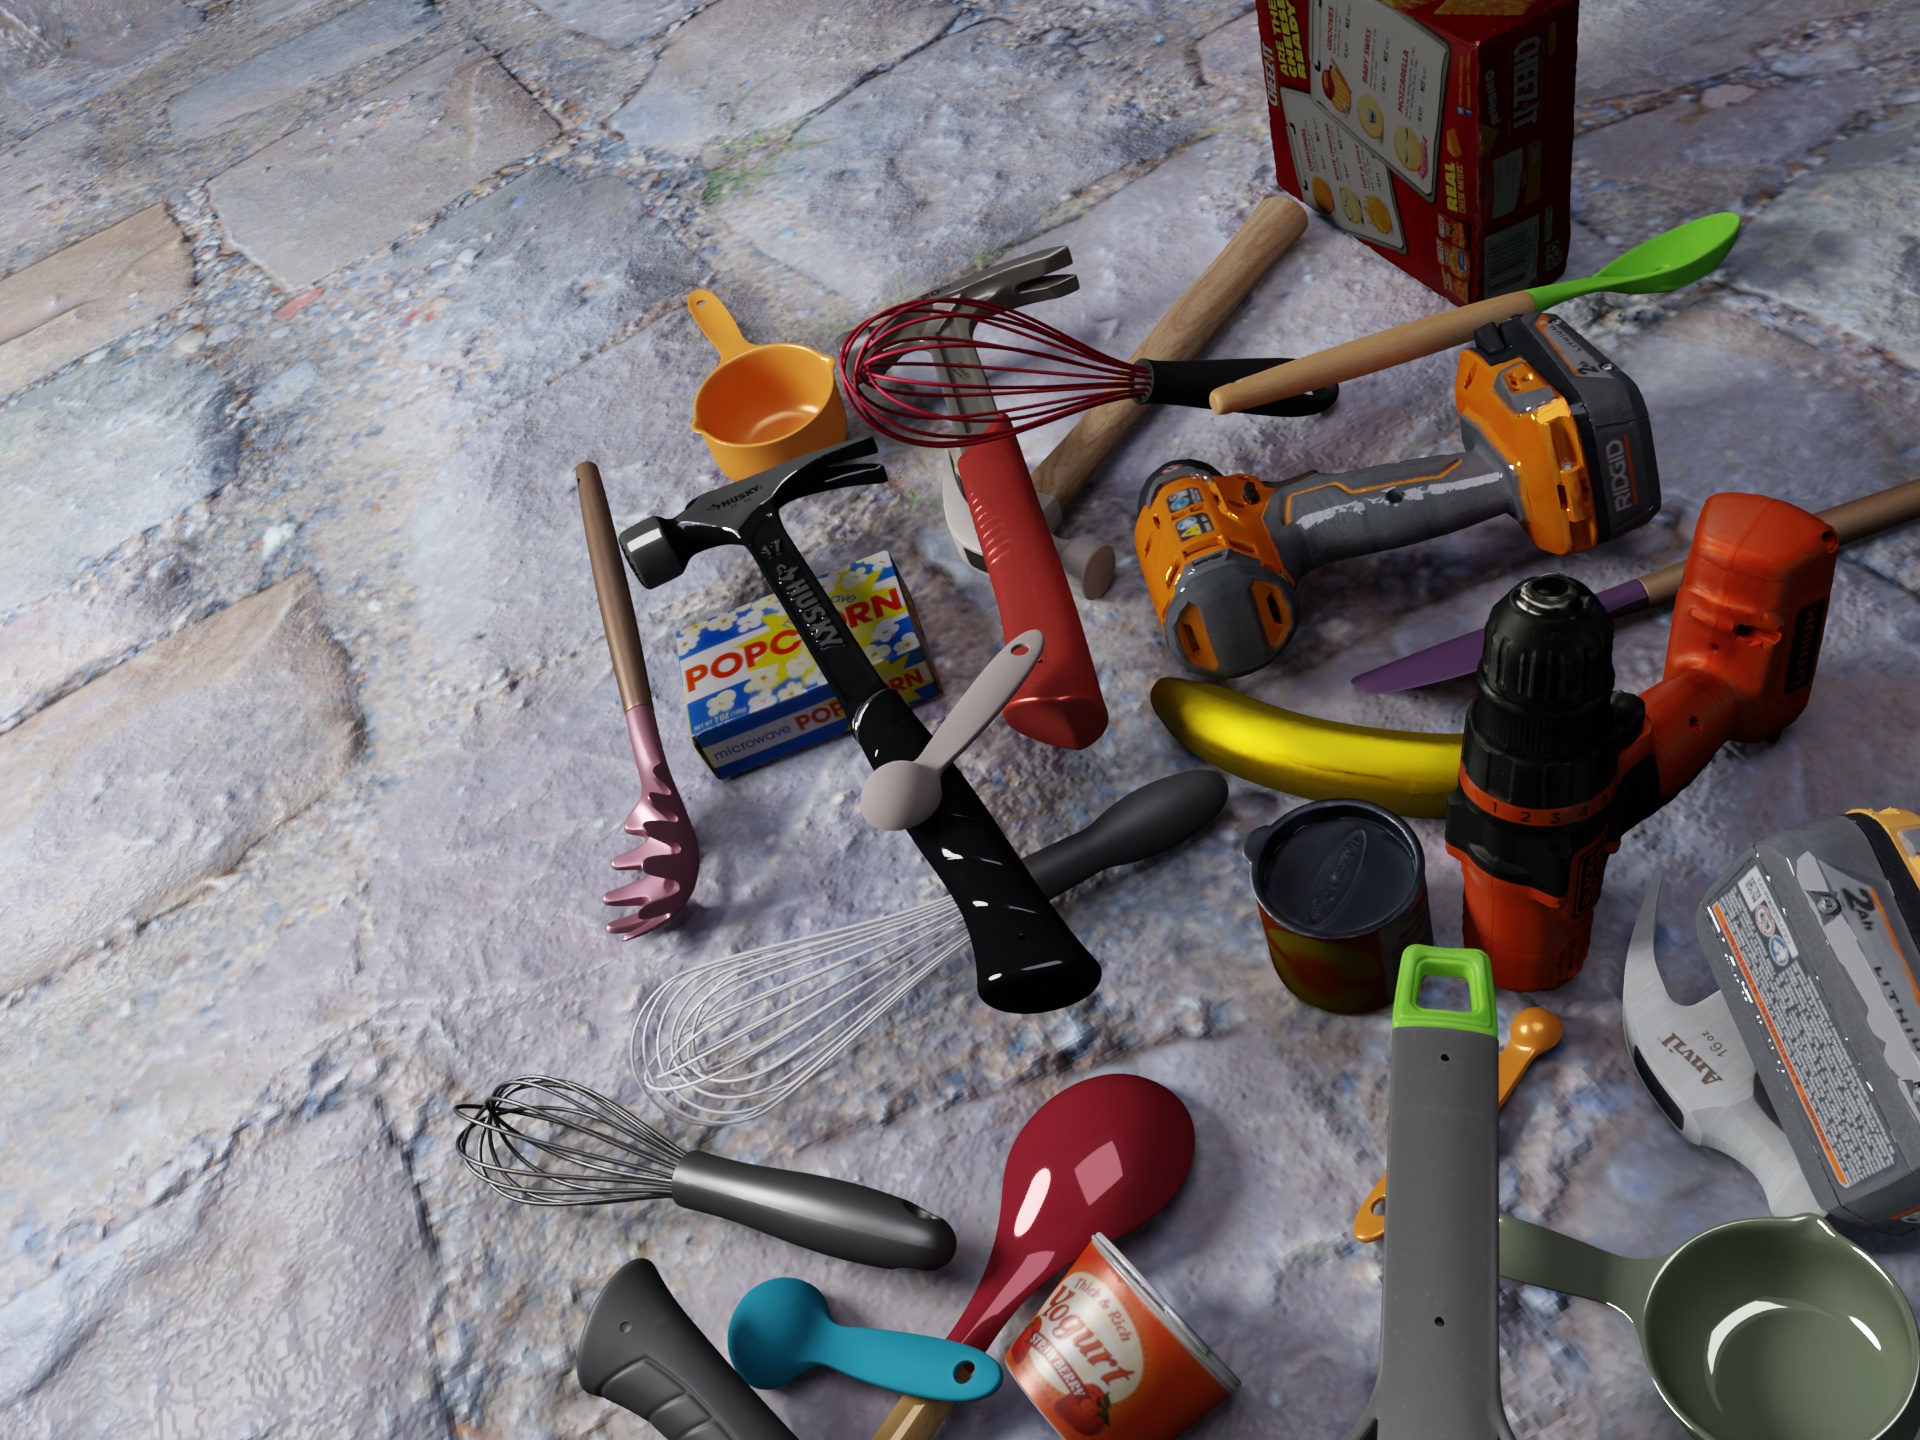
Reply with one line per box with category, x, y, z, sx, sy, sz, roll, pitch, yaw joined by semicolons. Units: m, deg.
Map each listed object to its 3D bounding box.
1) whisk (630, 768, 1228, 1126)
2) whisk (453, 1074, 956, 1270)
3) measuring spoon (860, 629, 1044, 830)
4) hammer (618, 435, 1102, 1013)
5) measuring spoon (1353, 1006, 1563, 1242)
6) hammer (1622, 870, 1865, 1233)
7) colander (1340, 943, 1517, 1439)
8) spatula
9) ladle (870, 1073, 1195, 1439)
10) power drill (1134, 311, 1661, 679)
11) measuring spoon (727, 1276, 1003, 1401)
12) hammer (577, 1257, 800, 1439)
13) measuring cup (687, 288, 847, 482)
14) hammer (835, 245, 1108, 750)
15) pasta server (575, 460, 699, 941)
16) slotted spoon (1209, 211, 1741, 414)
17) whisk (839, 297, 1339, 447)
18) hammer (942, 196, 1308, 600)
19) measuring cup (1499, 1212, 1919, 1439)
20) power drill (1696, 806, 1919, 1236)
whisk;-0.008;0.088;0.684;0.284;0.070;0.070;-27;45;-10
whisk;-0.108;0.182;0.634;0.239;0.055;0.055;5;52;27
measuring spoon;-0.001;-0.002;0.675;0.034;0.018;0.124;18;54;33
hammer;-0.041;-0.014;0.741;0.149;0.036;0.409;-28;43;-7
measuring spoon;0.181;0.145;0.581;0.117;0.011;0.021;-42;26;-19
hammer;0.385;0.049;0.580;0.331;0.033;0.128;-31;47;-8
colander;0.131;0.213;0.432;0.204;0.094;0.397;3;50;15
spatula;0.329;-0.065;0.710;0.316;0.018;0.060;-19;12;1
ladle;-0.018;0.248;0.561;0.069;0.031;0.315;19;60;41
power drill;0.193;-0.114;0.767;0.226;0.084;0.164;-20;32;8
measuring spoon;-0.039;0.222;0.569;0.129;0.021;0.042;-7;43;40
hammer;-0.008;0.285;0.492;0.335;0.035;0.146;34;67;33
measuring cup;-0.130;-0.208;0.993;0.095;0.052;0.174;-28;51;-6
hammer;0.028;-0.127;0.832;0.149;0.036;0.359;-20;46;5
pasta server;-0.179;-0.025;0.828;0.040;0.060;0.317;5;48;-32
slotted spoon;0.269;-0.207;0.821;0.313;0.031;0.070;-19;17;-13
whisk;0.075;-0.174;0.808;0.295;0.073;0.073;-4;38;-27
hammer;0.106;-0.200;0.918;0.130;0.031;0.331;20;59;34
measuring cup;0.221;0.192;0.518;0.168;0.038;0.083;6;53;47
power drill;0.372;0.097;0.483;0.226;0.084;0.186;-10;61;-5
